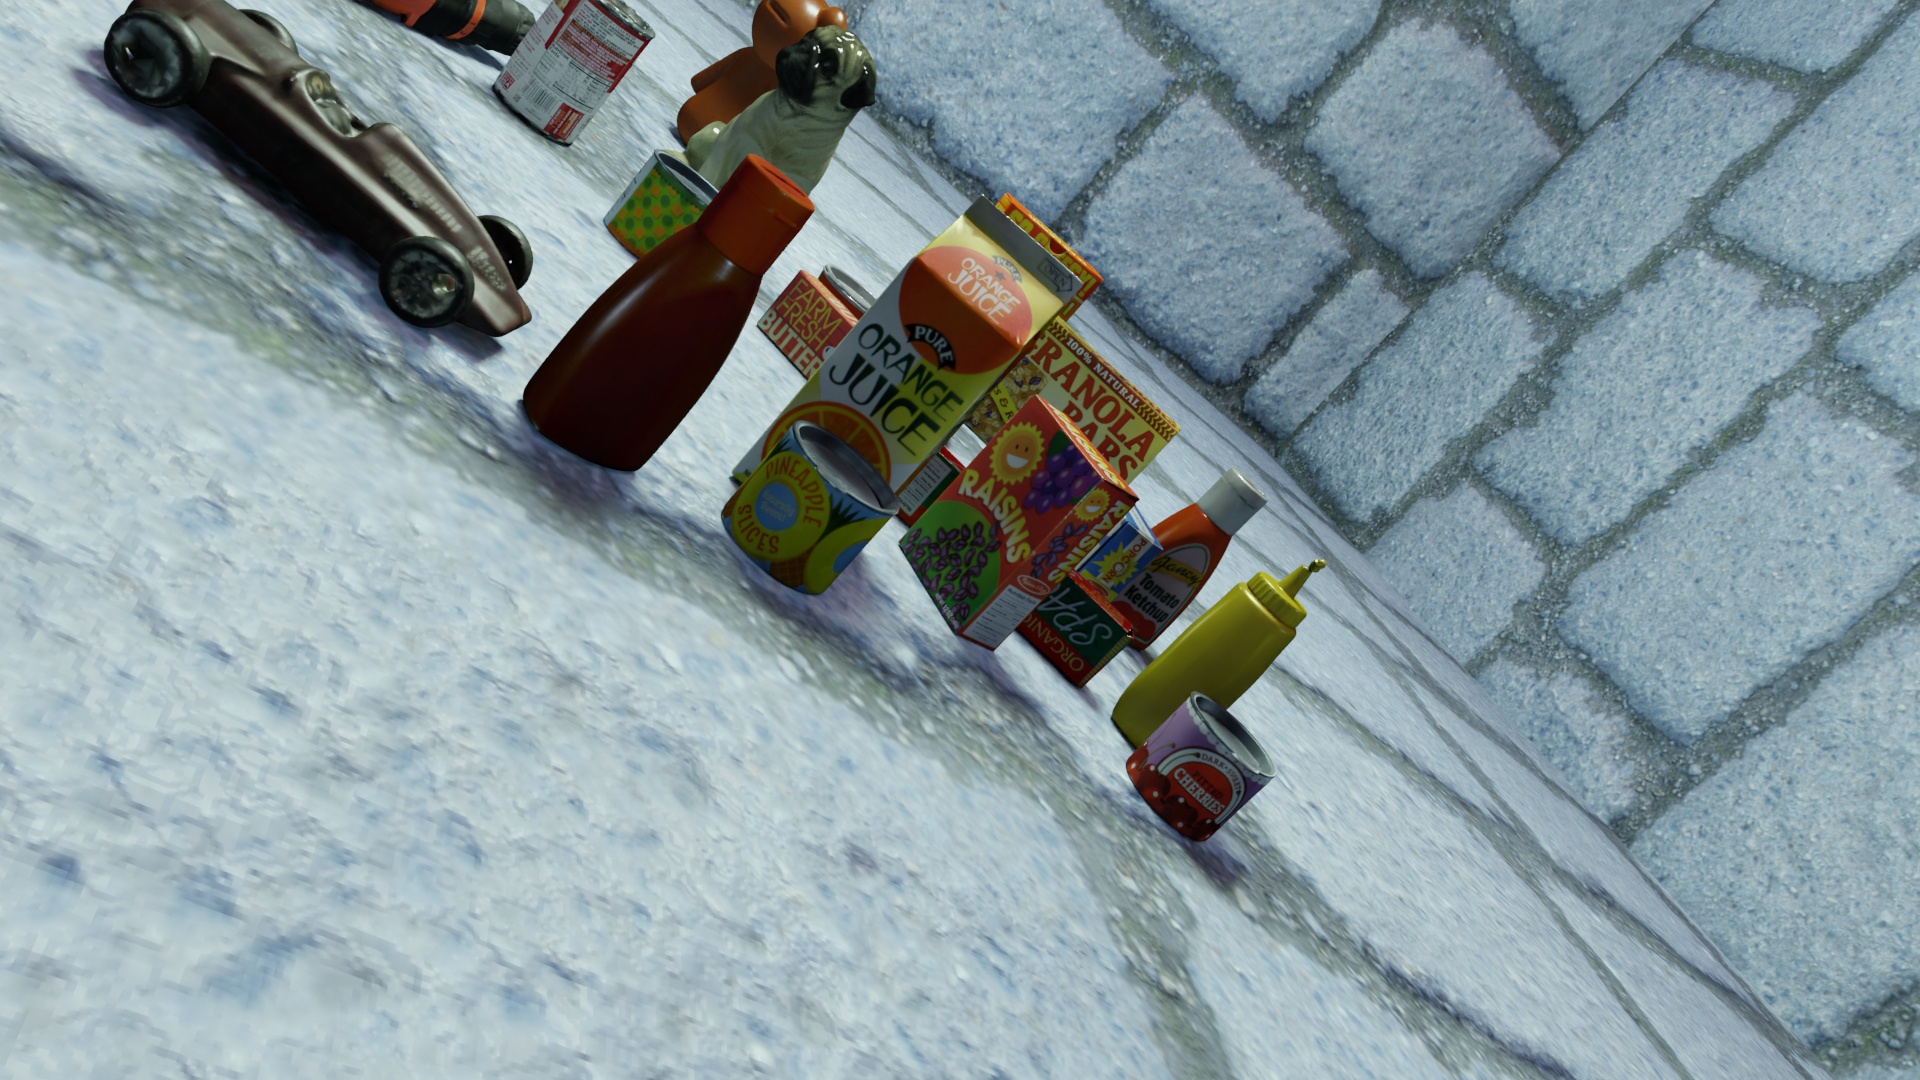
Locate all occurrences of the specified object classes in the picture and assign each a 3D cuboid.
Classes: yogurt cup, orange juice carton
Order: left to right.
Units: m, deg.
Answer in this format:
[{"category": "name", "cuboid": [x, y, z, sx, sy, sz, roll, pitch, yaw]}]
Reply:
[{"category": "yogurt cup", "cuboid": [-0.093, -0.170, 1.063, 0.072, 0.054, 0.072, 39, 15, -12]}, {"category": "orange juice carton", "cuboid": [-0.026, -0.085, 0.727, 0.072, 0.192, 0.073, 42, 14, -1]}]

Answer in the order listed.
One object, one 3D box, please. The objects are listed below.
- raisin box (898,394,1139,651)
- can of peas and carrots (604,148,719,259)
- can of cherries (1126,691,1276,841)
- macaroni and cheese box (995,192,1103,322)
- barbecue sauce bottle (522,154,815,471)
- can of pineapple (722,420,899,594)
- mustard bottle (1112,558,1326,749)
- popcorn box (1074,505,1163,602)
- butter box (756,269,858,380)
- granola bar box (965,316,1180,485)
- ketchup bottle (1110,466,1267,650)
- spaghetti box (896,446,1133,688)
[{"category": "raisin box", "cuboid": [0.032, -0.010, 0.800, 0.040, 0.123, 0.086, 28, 20, -44]}, {"category": "can of peas and carrots", "cuboid": [-0.192, -0.215, 0.927, 0.071, 0.058, 0.071, 39, 15, -12]}, {"category": "can of cherries", "cuboid": [0.138, 0.132, 0.802, 0.071, 0.058, 0.072, 39, 15, -12]}, {"category": "macaroni and cheese box", "cuboid": [0.037, -0.230, 1.341, 0.123, 0.166, 0.040, 36, 16, -25]}, {"category": "barbecue sauce bottle", "cuboid": [-0.123, -0.099, 0.604, 0.065, 0.148, 0.044, 26, 22, -48]}, {"category": "can of pineapple", "cuboid": [-0.074, -0.016, 0.675, 0.071, 0.057, 0.071, 39, 15, -12]}, {"category": "mustard bottle", "cuboid": [0.164, 0.066, 0.852, 0.049, 0.160, 0.065, 49, 16, 25]}, {"category": "popcorn box", "cuboid": [0.087, -0.002, 0.993, 0.038, 0.085, 0.127, 36, 16, -25]}, {"category": "butter box", "cuboid": [-0.092, -0.137, 0.974, 0.103, 0.053, 0.024, 47, 15, 17]}, {"category": "granola bar box", "cuboid": [0.091, -0.108, 1.222, 0.165, 0.124, 0.039, 44, 14, 4]}, {"category": "ketchup bottle", "cuboid": [0.161, 0.010, 1.021, 0.064, 0.148, 0.044, 37, 15, -21]}, {"category": "spaghetti box", "cuboid": [0.003, -0.011, 0.872, 0.250, 0.050, 0.029, 44, 14, 4]}]
